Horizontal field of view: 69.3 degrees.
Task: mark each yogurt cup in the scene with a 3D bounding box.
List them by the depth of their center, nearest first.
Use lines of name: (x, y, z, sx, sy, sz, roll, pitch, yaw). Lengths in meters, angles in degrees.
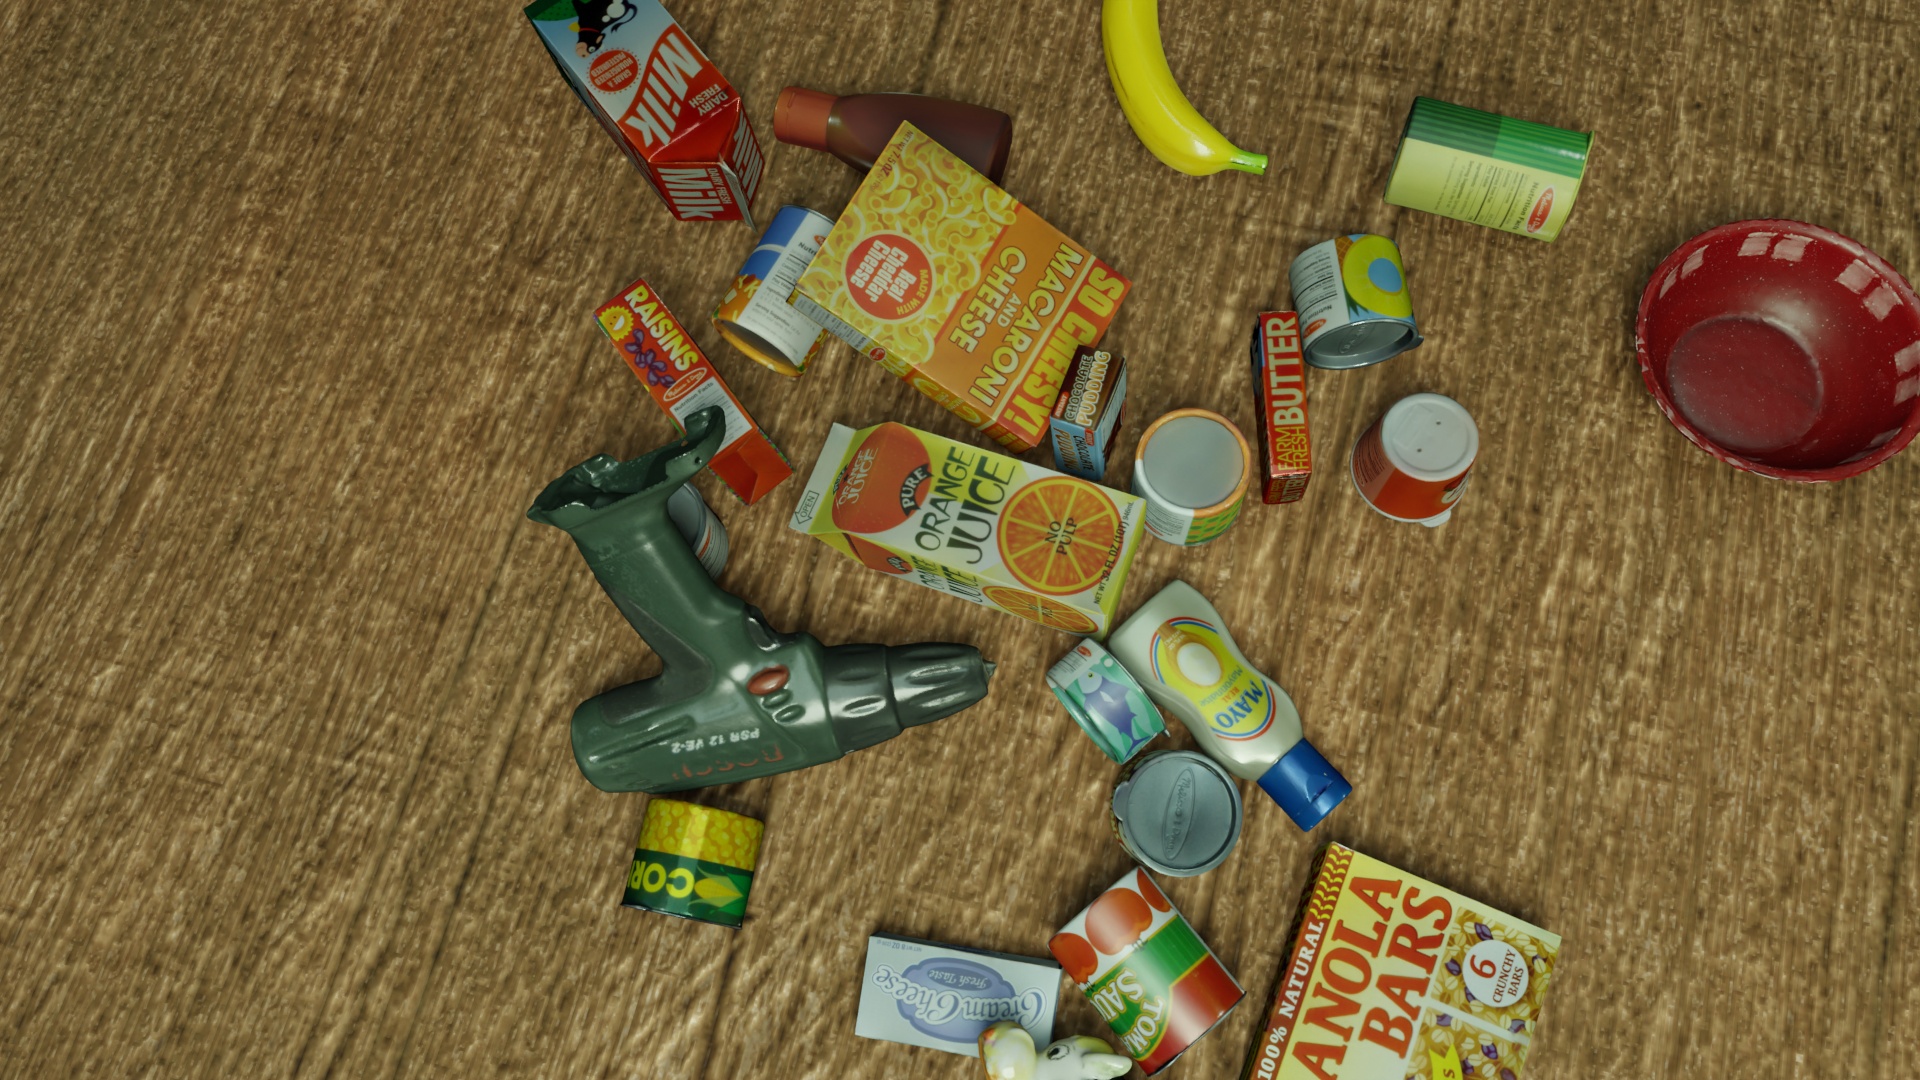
yogurt cup: (0.263, -0.050, 0.796, 0.072, 0.053, 0.072, -1, 72, 4)

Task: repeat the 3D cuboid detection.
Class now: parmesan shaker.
parmesan shaker: (0.317, -0.227, 0.839, 0.103, 0.071, 0.071, 17, 75, 10)

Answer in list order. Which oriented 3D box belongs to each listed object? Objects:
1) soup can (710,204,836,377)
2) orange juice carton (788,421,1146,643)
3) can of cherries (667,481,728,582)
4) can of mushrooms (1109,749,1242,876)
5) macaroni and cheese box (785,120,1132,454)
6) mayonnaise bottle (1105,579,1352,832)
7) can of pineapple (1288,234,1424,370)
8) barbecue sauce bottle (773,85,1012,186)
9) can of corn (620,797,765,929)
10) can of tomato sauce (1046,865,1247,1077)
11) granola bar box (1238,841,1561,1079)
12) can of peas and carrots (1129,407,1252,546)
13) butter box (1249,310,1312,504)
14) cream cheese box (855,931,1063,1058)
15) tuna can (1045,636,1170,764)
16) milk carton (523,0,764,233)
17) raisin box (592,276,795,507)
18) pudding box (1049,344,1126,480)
soup can: (-0.104, -0.152, 0.852, 0.071, 0.071, 0.084, 28, 78, 12)
orange juice carton: (0.003, -0.010, 0.793, 0.193, 0.073, 0.072, 18, 75, 10)
can of cherries: (-0.176, -0.003, 0.812, 0.071, 0.058, 0.071, -1, 74, 4)
can of mushrooms: (0.113, 0.145, 0.749, 0.071, 0.033, 0.071, 1, 82, -7)
macaroni and cheese box: (0.001, -0.148, 0.823, 0.166, 0.040, 0.124, 33, 78, -11)
mayonnaise bottle: (0.150, 0.093, 0.766, 0.065, 0.041, 0.148, -40, 73, -11)
can of pineapple: (0.233, -0.140, 0.821, 0.071, 0.071, 0.058, -6, 72, 3)
barbecue sauce bottle: (-0.045, -0.258, 0.891, 0.148, 0.043, 0.065, 16, 74, 10)
can of corn: (-0.145, 0.173, 0.748, 0.071, 0.071, 0.058, 9, 73, 7)
can of tomato sauce: (0.094, 0.222, 0.716, 0.071, 0.071, 0.083, -38, 73, -7)
granola bar box: (0.218, 0.257, 0.710, 0.124, 0.039, 0.166, 21, 76, 10)
can of peas and carrots: (0.134, -0.038, 0.799, 0.071, 0.058, 0.071, -1, 73, 4)
butter box: (0.186, -0.077, 0.811, 0.024, 0.053, 0.104, -3, 72, 6)
cream cheese box: (0.000, 0.243, 0.737, 0.104, 0.024, 0.053, 7, 81, 7)
tuna can: (0.080, 0.090, 0.760, 0.033, 0.071, 0.071, -39, 74, -7)
milk carton: (-0.191, -0.279, 0.893, 0.073, 0.072, 0.191, -37, 74, -7)
raisin box: (-0.157, -0.086, 0.822, 0.040, 0.086, 0.123, -38, 74, -2)
pudding box: (0.075, -0.072, 0.802, 0.030, 0.083, 0.050, 18, 76, 12)
